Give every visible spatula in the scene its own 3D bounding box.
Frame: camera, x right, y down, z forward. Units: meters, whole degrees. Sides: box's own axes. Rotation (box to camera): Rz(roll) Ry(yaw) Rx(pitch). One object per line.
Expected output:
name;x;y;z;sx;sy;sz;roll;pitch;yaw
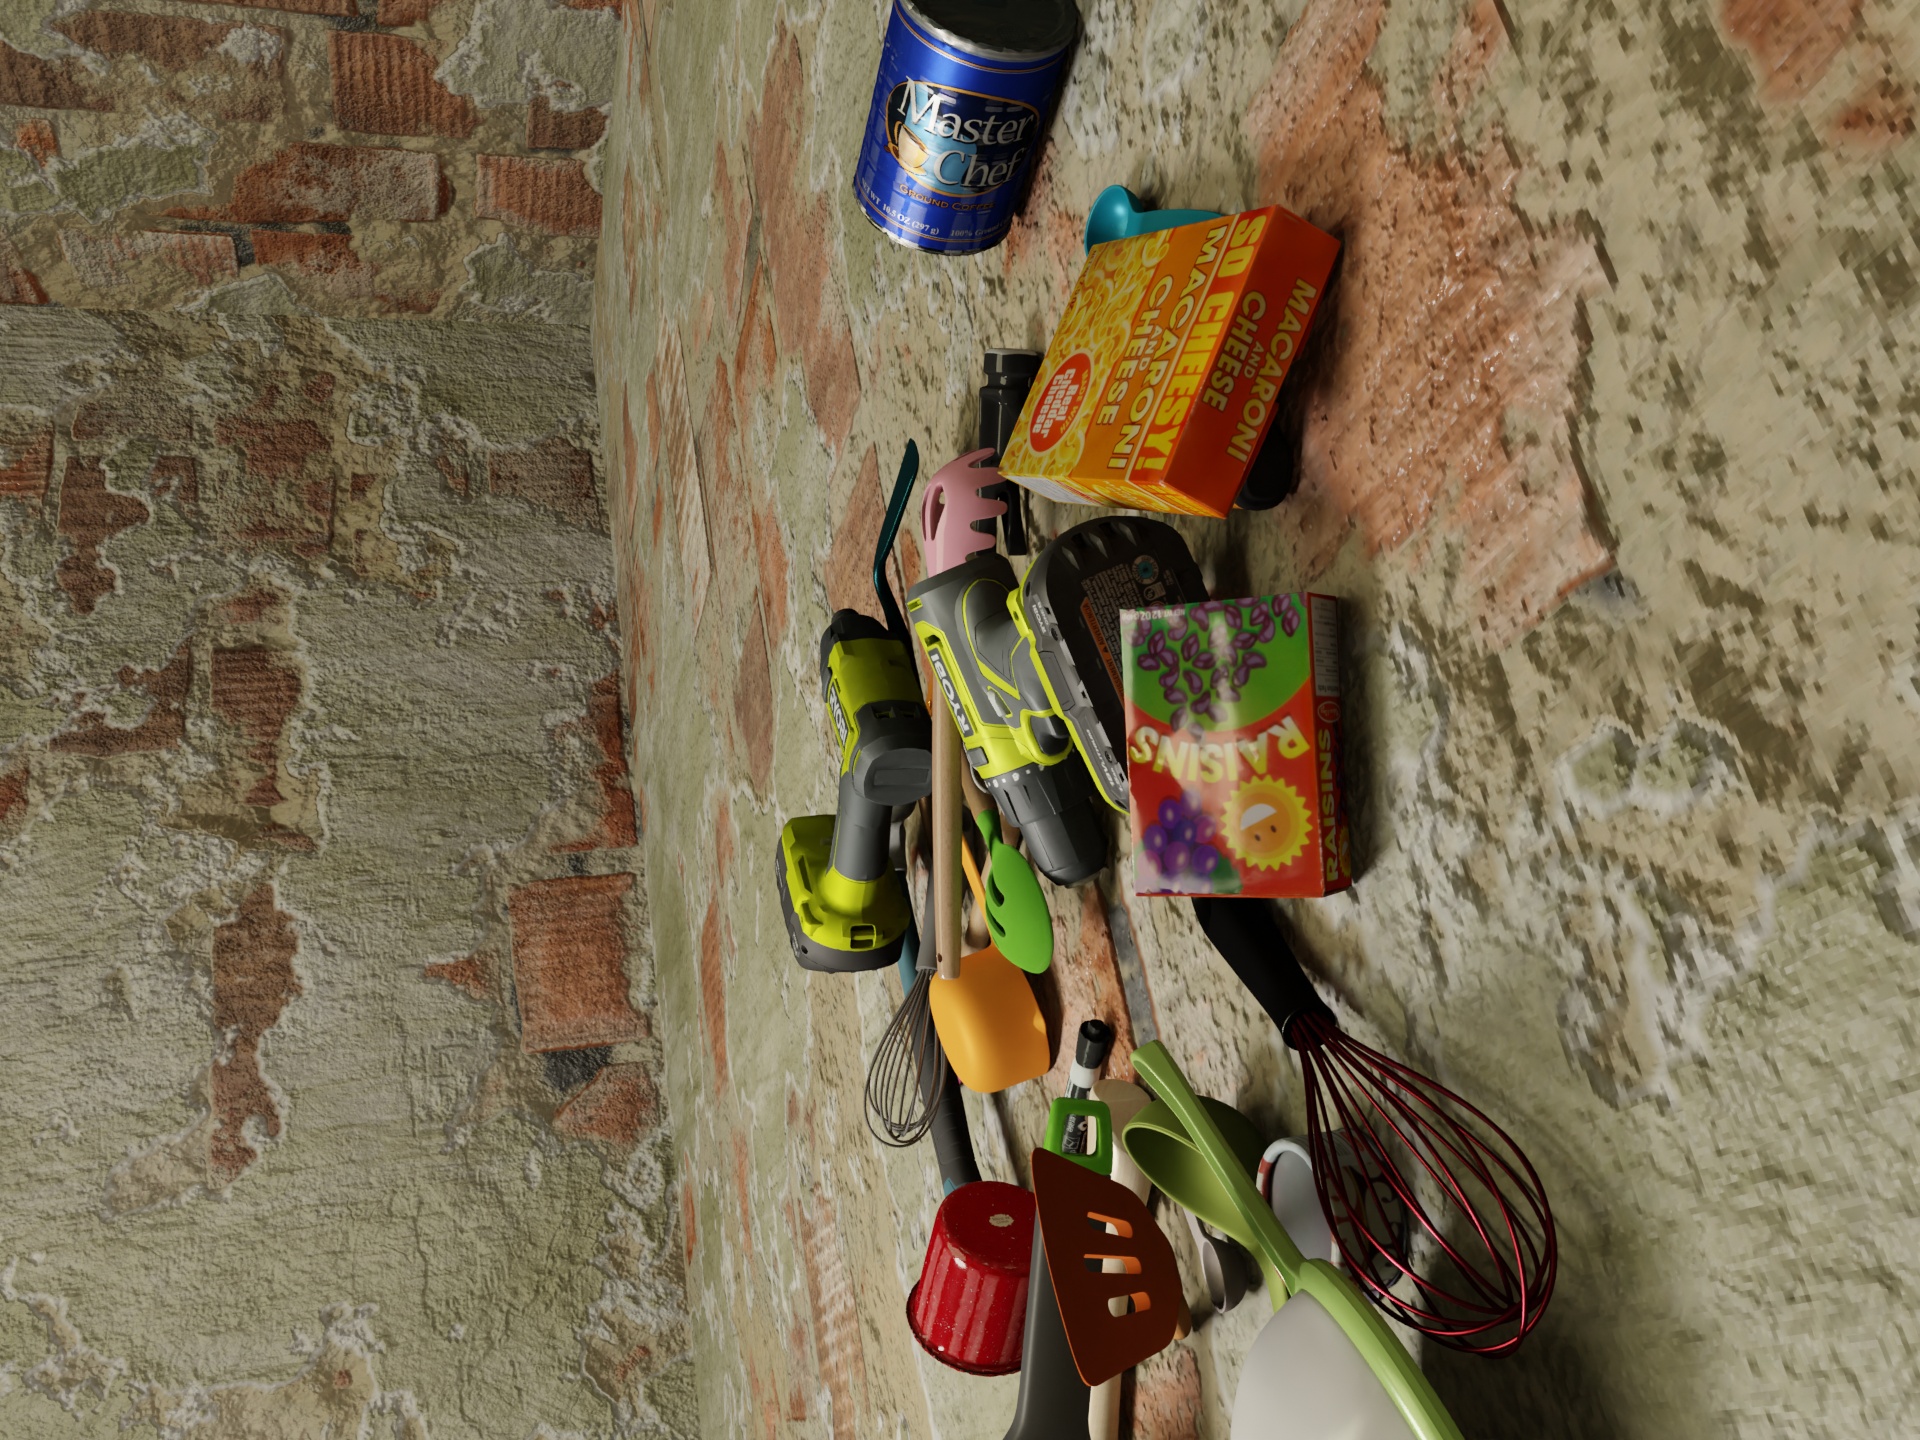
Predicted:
spatula;-0.027;-0.033;1.106;0.082;0.044;0.317;-109;9;-70
spatula;0.077;0.247;0.680;0.322;0.041;0.081;68;-173;-63

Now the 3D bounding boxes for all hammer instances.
hammer;0.074;0.396;0.917;0.146;0.038;0.410;-140;51;-67
hammer;-0.027;0.207;1.139;0.128;0.033;0.331;107;155;-45
hammer;0.077;-0.133;0.836;0.337;0.034;0.127;-147;58;-68

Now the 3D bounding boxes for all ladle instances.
ladle;0.143;0.309;0.667;0.078;0.062;0.320;96;160;-59

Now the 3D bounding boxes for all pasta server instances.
pasta server;-0.002;-0.003;0.948;0.060;0.040;0.316;7;99;61

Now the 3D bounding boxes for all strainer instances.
strainer;0.113;0.235;0.582;0.257;0.069;0.151;57;171;34

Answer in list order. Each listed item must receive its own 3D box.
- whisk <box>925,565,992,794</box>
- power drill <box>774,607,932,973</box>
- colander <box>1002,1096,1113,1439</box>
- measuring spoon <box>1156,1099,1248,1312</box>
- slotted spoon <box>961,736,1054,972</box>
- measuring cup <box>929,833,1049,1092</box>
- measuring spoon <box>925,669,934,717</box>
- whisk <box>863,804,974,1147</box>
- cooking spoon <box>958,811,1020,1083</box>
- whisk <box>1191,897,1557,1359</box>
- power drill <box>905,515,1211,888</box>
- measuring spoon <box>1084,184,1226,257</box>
whisk;0.012;-0.036;1.037;0.058;0.059;0.247;-41;37;18
power drill;-0.072;0.047;1.084;0.171;0.080;0.223;-113;28;-48
colander;0.038;0.396;0.830;0.094;0.204;0.397;127;149;-80
measuring spoon;0.120;0.238;0.795;0.124;0.018;0.034;-106;12;-53
slotted spoon;0.013;0.051;1.012;0.314;0.031;0.070;-107;18;-59
measuring cup;0.002;0.151;1.002;0.095;0.052;0.173;-179;70;-73
measuring spoon;-0.011;-0.036;1.158;0.116;0.011;0.021;109;156;-55
whisk;-0.022;0.167;1.075;0.055;0.055;0.239;131;153;-64
cooking spoon;0.010;0.155;1.101;0.069;0.017;0.318;-107;23;-44
whisk;0.146;0.134;0.634;0.296;0.073;0.073;-116;29;-63
power drill;0.057;-0.004;0.815;0.190;0.080;0.228;67;161;-2
measuring spoon;0.103;-0.239;0.781;0.129;0.021;0.042;33;115;57
